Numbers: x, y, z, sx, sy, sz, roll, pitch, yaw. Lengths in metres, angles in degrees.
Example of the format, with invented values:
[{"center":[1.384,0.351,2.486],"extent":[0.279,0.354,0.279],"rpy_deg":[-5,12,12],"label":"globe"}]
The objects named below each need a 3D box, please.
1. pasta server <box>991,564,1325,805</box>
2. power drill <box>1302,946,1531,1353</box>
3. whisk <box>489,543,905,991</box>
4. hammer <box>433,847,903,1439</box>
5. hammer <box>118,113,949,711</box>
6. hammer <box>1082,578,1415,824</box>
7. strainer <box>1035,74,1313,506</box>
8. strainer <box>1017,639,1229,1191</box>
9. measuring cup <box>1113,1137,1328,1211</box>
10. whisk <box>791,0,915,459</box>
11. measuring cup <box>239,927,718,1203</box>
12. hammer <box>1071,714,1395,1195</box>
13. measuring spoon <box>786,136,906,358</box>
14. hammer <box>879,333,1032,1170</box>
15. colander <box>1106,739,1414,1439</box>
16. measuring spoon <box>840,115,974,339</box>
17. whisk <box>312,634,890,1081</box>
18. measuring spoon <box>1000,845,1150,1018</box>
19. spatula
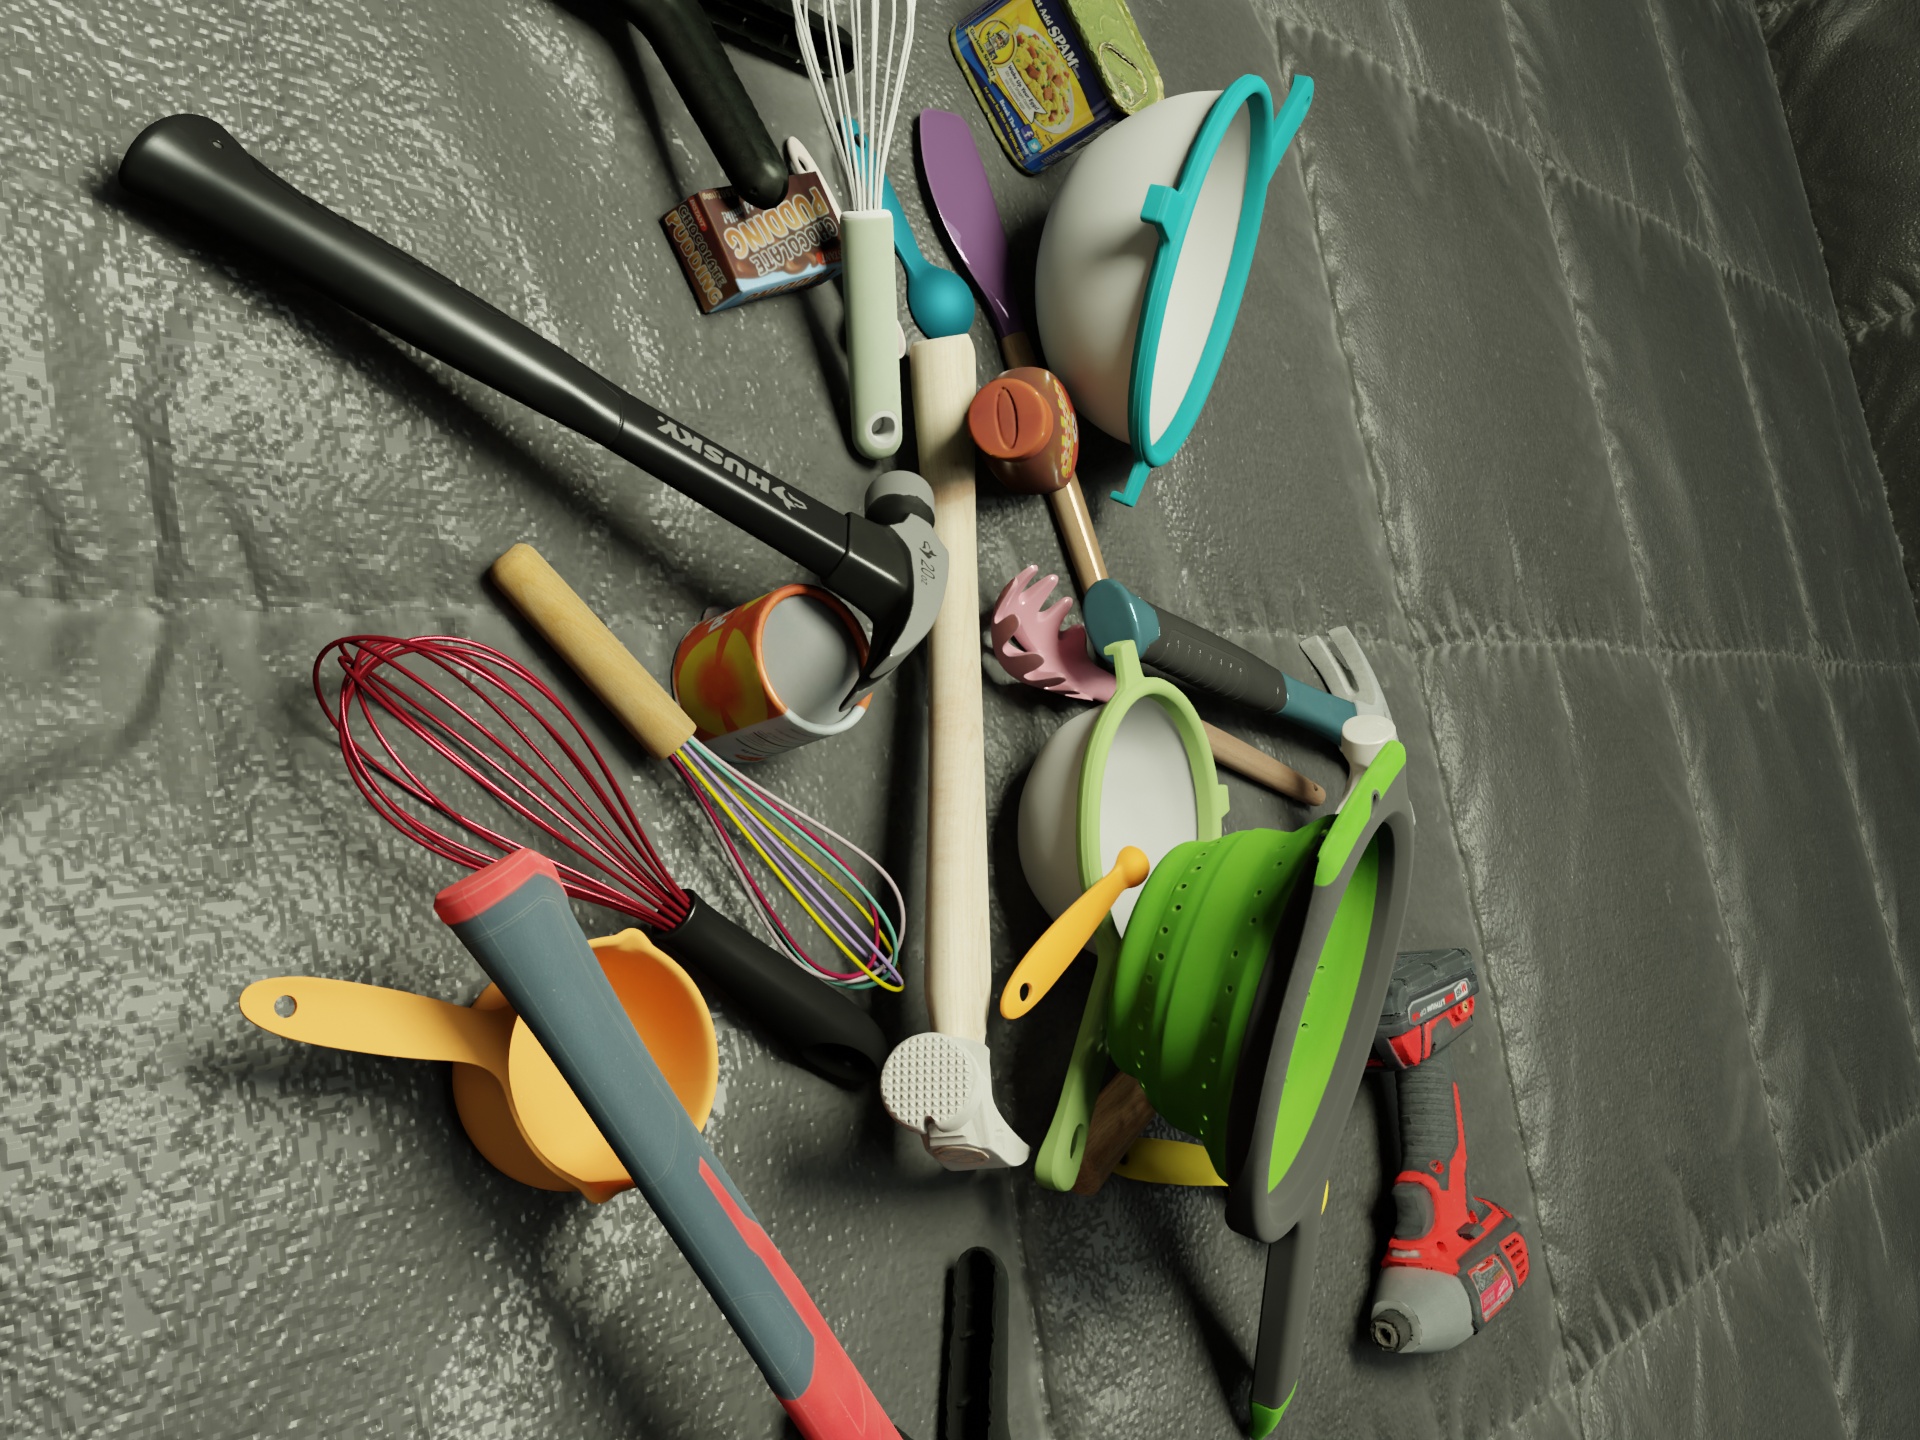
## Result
[{"center":[0.121,-0.004,0.892],"extent":[0.316,0.040,0.060],"rpy_deg":[25,52,-41],"label":"pasta server"},{"center":[0.265,0.254,0.935],"extent":[0.143,0.078,0.220],"rpy_deg":[-11,88,-47],"label":"power drill"},{"center":[-0.102,0.025,0.653],"extent":[0.244,0.051,0.047],"rpy_deg":[50,39,-16],"label":"whisk"},{"center":[-0.060,0.215,0.528],"extent":[0.386,0.038,0.143],"rpy_deg":[60,11,-14],"label":"hammer"},{"center":[-0.146,-0.120,0.606],"extent":[0.334,0.035,0.146],"rpy_deg":[29,34,-24],"label":"hammer"},{"center":[0.176,-0.019,0.927],"extent":[0.330,0.033,0.128],"rpy_deg":[18,57,-49],"label":"hammer"},{"center":[0.121,-0.297,0.918],"extent":[0.210,0.095,0.340],"rpy_deg":[91,22,-48],"label":"strainer"},{"center":[0.057,0.099,0.771],"extent":[0.151,0.069,0.256],"rpy_deg":[50,49,-44],"label":"strainer"},{"center":[0.129,0.238,0.840],"extent":[0.156,0.029,0.062],"rpy_deg":[16,65,-30],"label":"measuring cup"},{"center":[-0.045,-0.242,0.737],"extent":[0.057,0.059,0.246],"rpy_deg":[-11,114,-21],"label":"whisk"},{"center":[-0.168,0.113,0.546],"extent":[0.173,0.052,0.095],"rpy_deg":[21,63,-38],"label":"measuring cup"},{"center":[0.153,0.133,0.856],"extent":[0.331,0.031,0.130],"rpy_deg":[-40,134,-38],"label":"hammer"},{"center":[-0.063,-0.234,0.798],"extent":[0.034,0.018,0.124],"rpy_deg":[-22,87,-59],"label":"measuring spoon"},{"center":[-0.001,-0.002,0.745],"extent":[0.146,0.038,0.411],"rpy_deg":[63,23,-62],"label":"hammer"},{"center":[0.127,0.188,0.749],"extent":[0.204,0.094,0.396],"rpy_deg":[-42,139,-49],"label":"colander"},{"center":[-0.026,-0.260,0.834],"extent":[0.042,0.021,0.128],"rpy_deg":[-41,108,-45],"label":"measuring spoon"},{"center":[-0.122,0.063,0.606],"extent":[0.295,0.073,0.073],"rpy_deg":[45,49,-33],"label":"whisk"},{"center":[0.053,0.092,0.694],"extent":[0.117,0.011,0.021],"rpy_deg":[-42,118,-41],"label":"measuring spoon"},{"center":[0.036,-0.188,0.879],"extent":[0.059,0.018,0.316],"rpy_deg":[-18,90,-52],"label":"spatula"}]
